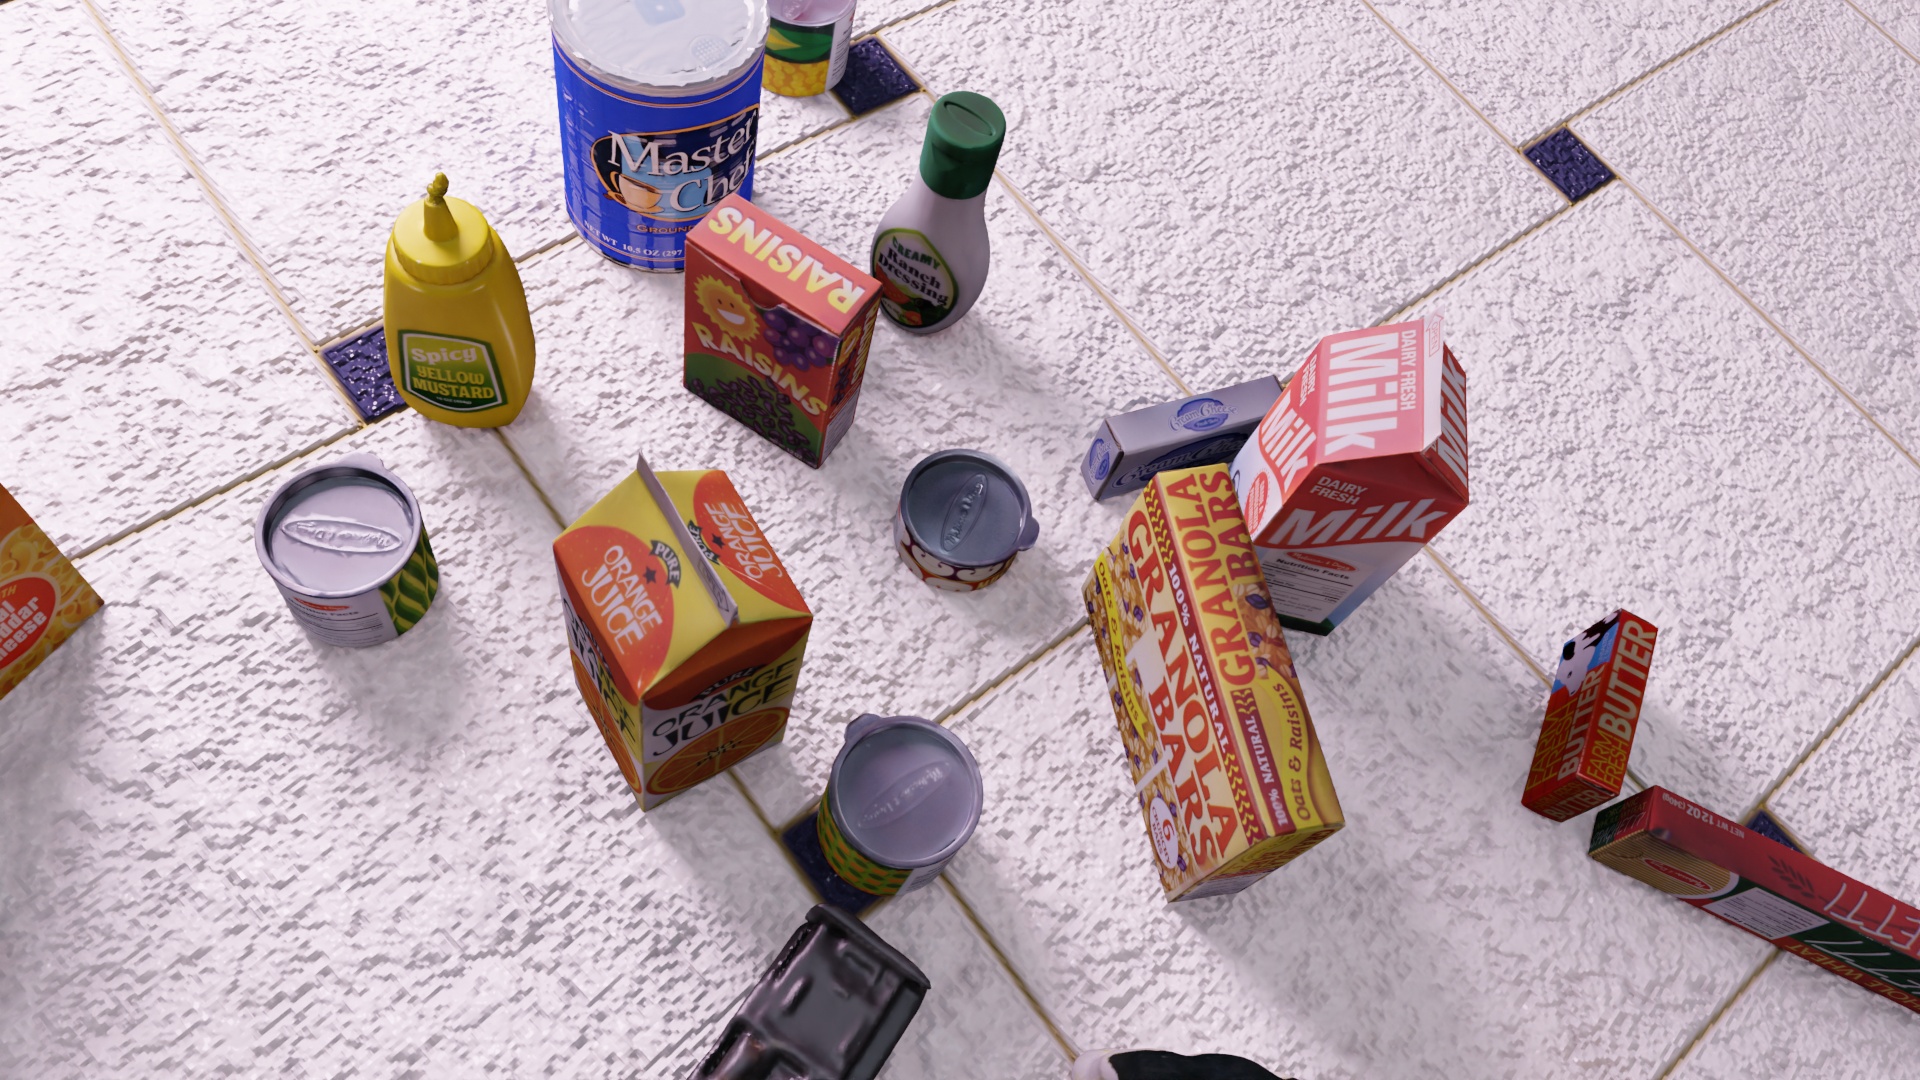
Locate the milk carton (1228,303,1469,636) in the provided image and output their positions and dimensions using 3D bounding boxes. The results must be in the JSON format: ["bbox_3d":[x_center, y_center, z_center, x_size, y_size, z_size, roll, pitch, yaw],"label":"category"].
[{"bbox_3d":[0.180,-0.030,0.655,0.073,0.189,0.072,14,62,-5],"label":"milk carton"}]

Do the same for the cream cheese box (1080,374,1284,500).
[{"bbox_3d":[0.118,-0.054,0.732,0.104,0.053,0.024,-16,68,-19],"label":"cream cheese box"}]

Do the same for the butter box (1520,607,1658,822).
[{"bbox_3d":[0.318,0.089,0.702,0.024,0.053,0.104,28,61,3],"label":"butter box"}]

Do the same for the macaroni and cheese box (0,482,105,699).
[{"bbox_3d":[-0.407,0.025,0.512,0.040,0.165,0.124,32,61,5],"label":"macaroni and cheese box"}]

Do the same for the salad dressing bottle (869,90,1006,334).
[{"bbox_3d":[-0.010,-0.164,0.707,0.064,0.147,0.044,35,62,6],"label":"salad dressing bottle"}]

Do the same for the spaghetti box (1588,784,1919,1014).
[{"bbox_3d":[0.434,0.191,0.677,0.250,0.050,0.029,25,61,1],"label":"spaghetti box"}]

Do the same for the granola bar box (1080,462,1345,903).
[{"bbox_3d":[0.106,0.067,0.627,0.039,0.123,0.166,-6,65,-15],"label":"granola bar box"}]

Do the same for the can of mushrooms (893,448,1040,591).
[{"bbox_3d":[0.002,-0.009,0.695,0.071,0.033,0.071,5,62,-10],"label":"can of mushrooms"}]

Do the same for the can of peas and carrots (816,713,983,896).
[{"bbox_3d":[-0.030,0.116,0.610,0.071,0.058,0.071,5,62,-10],"label":"can of peas and carrots"}]

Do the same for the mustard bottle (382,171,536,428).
[{"bbox_3d":[-0.228,-0.108,0.624,0.065,0.159,0.049,6,63,-9],"label":"mustard bottle"}]

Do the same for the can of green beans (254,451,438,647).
[{"bbox_3d":[-0.269,0.007,0.614,0.071,0.057,0.071,5,62,-10],"label":"can of green beans"}]

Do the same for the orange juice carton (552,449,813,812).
[{"bbox_3d":[-0.111,0.037,0.556,0.073,0.191,0.072,-26,71,-23],"label":"orange juice carton"}]

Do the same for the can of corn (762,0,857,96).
[{"bbox_3d":[-0.098,-0.304,0.811,0.071,0.058,0.071,5,62,-10],"label":"can of corn"}]

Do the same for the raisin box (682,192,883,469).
[{"bbox_3d":[-0.089,-0.097,0.669,0.086,0.122,0.040,33,62,5],"label":"raisin box"}]
